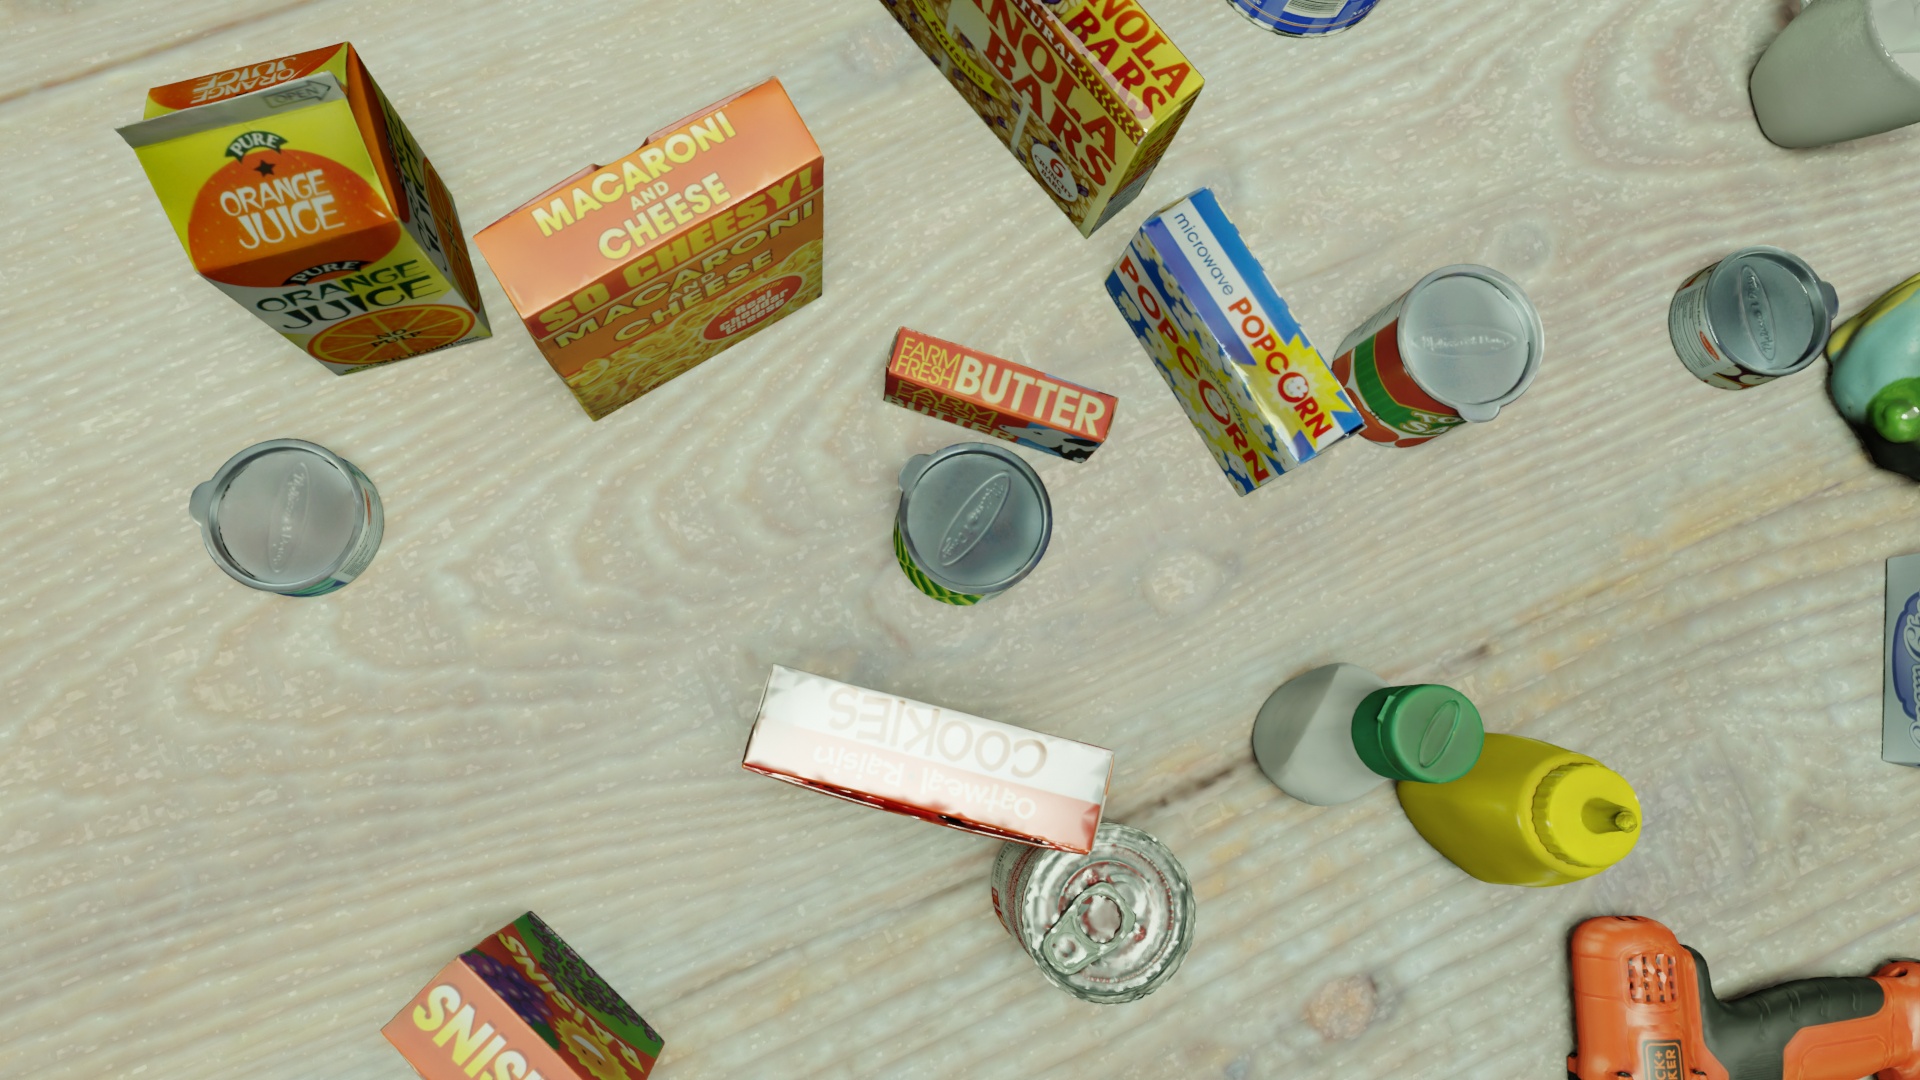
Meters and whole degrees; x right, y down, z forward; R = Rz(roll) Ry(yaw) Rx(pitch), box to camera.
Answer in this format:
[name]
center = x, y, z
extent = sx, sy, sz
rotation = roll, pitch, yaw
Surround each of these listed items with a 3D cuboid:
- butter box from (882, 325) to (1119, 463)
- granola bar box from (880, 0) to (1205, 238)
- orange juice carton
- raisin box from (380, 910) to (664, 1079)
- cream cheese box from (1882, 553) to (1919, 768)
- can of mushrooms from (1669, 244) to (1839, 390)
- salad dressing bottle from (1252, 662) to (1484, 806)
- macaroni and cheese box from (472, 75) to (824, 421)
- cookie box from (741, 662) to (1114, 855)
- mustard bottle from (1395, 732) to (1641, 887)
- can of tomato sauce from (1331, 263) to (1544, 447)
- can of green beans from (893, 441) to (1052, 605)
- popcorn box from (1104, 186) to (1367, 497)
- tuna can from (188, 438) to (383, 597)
[butter box]
center = 0.016, -0.065, 0.631
extent = 0.103, 0.053, 0.024
rotation = 18, 81, -3
[granola bar box]
center = 0.029, -0.228, 0.621
extent = 0.039, 0.124, 0.165
rotation = -40, 88, -10
[orange juice carton]
center = -0.248, -0.129, 0.541
extent = 0.072, 0.192, 0.073
rotation = -17, 84, -8
[raisin box]
center = -0.164, 0.193, 0.538
extent = 0.086, 0.123, 0.040
rotation = 45, 80, 1
[cream cheese box]
center = 0.471, 0.057, 0.663
extent = 0.024, 0.053, 0.104
rotation = 8, 81, -5
[can of mushrooms]
center = 0.393, -0.110, 0.689
extent = 0.071, 0.033, 0.071
rotation = 1, 82, -6
[salad dressing bottle]
center = 0.166, 0.081, 0.578
extent = 0.044, 0.147, 0.064
rotation = 31, 80, -1
[macaroni and cheese box]
center = -0.118, -0.111, 0.566
extent = 0.124, 0.166, 0.040
rotation = -31, 87, -9
[cookie box]
center = -0.018, 0.086, 0.547
extent = 0.123, 0.167, 0.040
rotation = 14, 81, -4
[mustard bottle]
center = 0.237, 0.112, 0.575
extent = 0.049, 0.160, 0.065
rotation = -39, 88, -10
[can of tomato sauce]
center = 0.217, -0.081, 0.640
extent = 0.071, 0.083, 0.071
rotation = 1, 82, -6
[can of green beans]
center = 0.004, -0.006, 0.619
extent = 0.071, 0.057, 0.071
rotation = 1, 82, -6
[popcorn box]
center = 0.120, -0.087, 0.630
extent = 0.038, 0.085, 0.126
rotation = -32, 86, -9
[tuna can]
center = -0.290, -0.009, 0.600
extent = 0.071, 0.033, 0.071
rotation = 1, 82, -6
